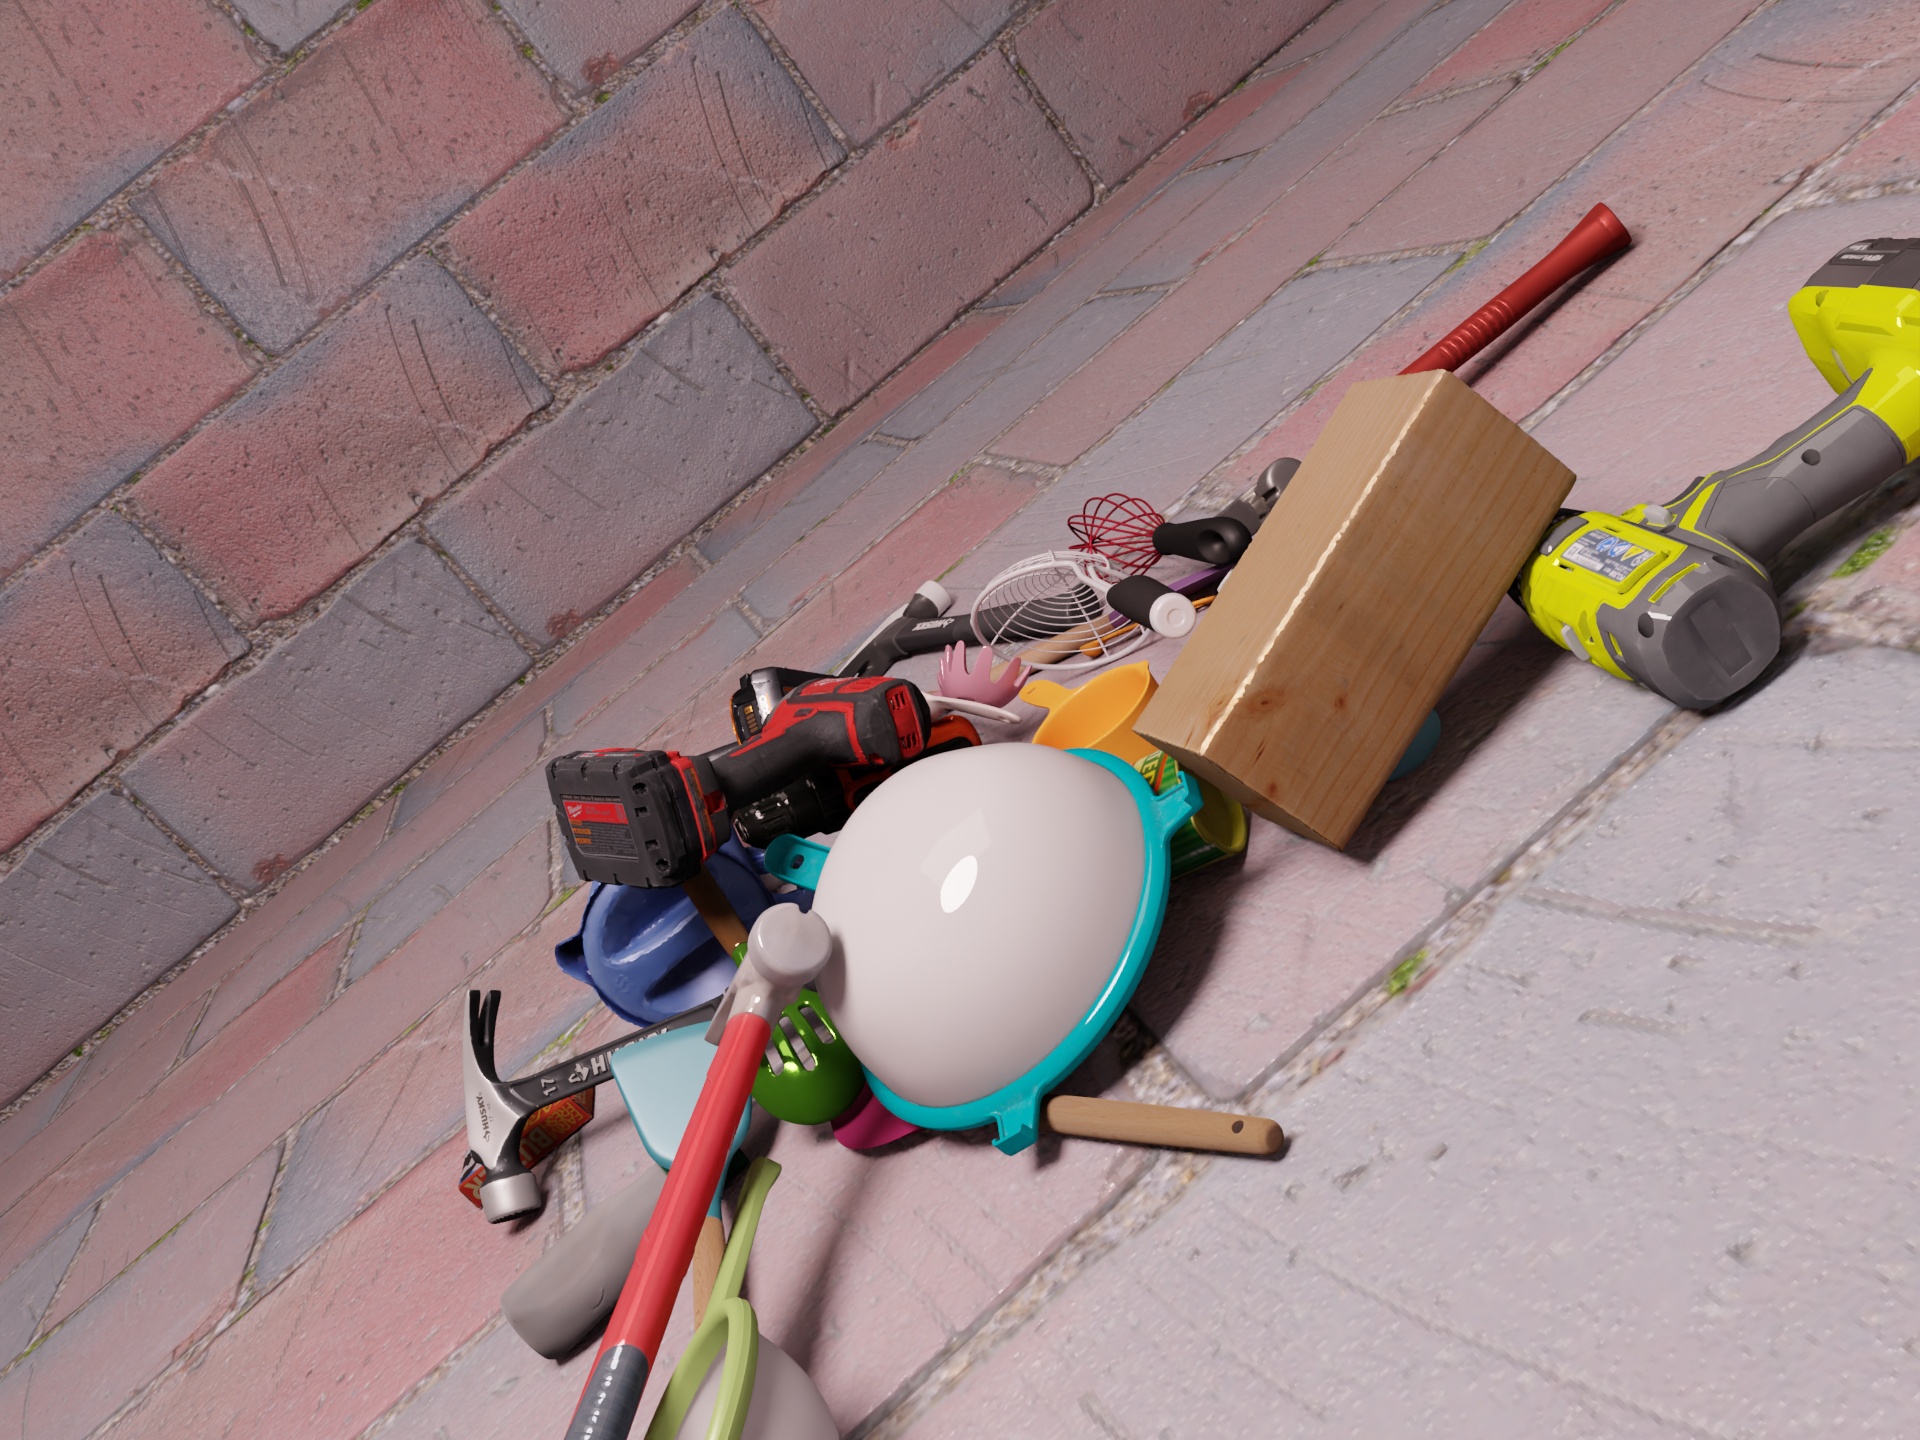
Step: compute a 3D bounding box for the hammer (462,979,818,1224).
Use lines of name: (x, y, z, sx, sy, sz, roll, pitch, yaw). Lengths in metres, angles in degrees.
hammer: (-0.151, 0.178, 0.983, 0.409, 0.149, 0.036, -26, -19, 20)

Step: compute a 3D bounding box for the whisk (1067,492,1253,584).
whisk: (0.143, -0.131, 1.149, 0.073, 0.073, 0.296, -42, 15, -6)

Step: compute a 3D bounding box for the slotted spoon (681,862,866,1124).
slotted spoon: (-0.142, 0.125, 0.954, 0.070, 0.031, 0.314, -31, 40, -12)

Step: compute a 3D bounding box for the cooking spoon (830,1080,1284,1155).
cooking spoon: (0.030, 0.184, 0.747, 0.319, 0.017, 0.069, -13, 39, 54)

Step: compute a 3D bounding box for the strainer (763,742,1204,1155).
strainer: (-0.042, 0.080, 0.835, 0.340, 0.095, 0.211, 9, 66, 55)

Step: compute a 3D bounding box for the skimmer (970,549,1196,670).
skimmer: (0.085, -0.051, 0.967, 0.363, 0.127, 0.090, -123, 39, -79)

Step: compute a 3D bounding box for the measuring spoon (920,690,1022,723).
measuring spoon: (-0.002, -0.003, 1.083, 0.124, 0.034, 0.018, 11, 71, 52)

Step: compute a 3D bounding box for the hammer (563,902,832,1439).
hammer: (-0.142, 0.267, 0.679, 0.143, 0.038, 0.387, 121, 170, -50)

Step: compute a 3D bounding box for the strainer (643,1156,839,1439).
strainer: (-0.082, 0.279, 0.645, 0.151, 0.069, 0.256, -61, 8, 26)

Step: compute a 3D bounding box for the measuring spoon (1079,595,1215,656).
measuring spoon: (0.133, -0.066, 1.133, 0.117, 0.011, 0.021, -21, -4, 38)

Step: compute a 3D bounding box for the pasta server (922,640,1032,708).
pasta server: (-0.020, -0.021, 1.216, 0.316, 0.060, 0.040, 172, 116, -74)

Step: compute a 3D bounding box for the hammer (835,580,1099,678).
hammer: (0.009, -0.076, 1.352, 0.146, 0.035, 0.335, -47, 20, -22)

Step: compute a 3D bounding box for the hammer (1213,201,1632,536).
hammer: (0.324, -0.242, 1.107, 0.359, 0.037, 0.149, -38, -1, -10)

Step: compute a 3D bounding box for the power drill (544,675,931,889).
power drill: (-0.138, 0.028, 1.001, 0.219, 0.078, 0.143, -24, 15, -40)

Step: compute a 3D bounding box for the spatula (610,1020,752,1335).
spatula: (-0.128, 0.261, 0.786, 0.082, 0.044, 0.318, -14, 26, -6)

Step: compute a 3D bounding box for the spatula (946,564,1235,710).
spatula: (0.094, -0.064, 1.182, 0.316, 0.018, 0.060, -25, 0, 39)

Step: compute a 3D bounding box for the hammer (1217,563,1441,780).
hammer: (0.221, -0.058, 0.916, 0.128, 0.033, 0.331, -33, 20, 17)

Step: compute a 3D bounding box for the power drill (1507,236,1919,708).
power drill: (0.357, -0.114, 0.726, 0.228, 0.080, 0.191, -40, 19, 6)

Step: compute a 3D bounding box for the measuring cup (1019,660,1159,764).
measuring cup: (0.081, 0.007, 1.005, 0.095, 0.052, 0.174, -42, 17, -6)

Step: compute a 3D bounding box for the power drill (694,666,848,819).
power drill: (-0.204, 0.035, 1.324, 0.226, 0.084, 0.164, -27, -19, 31)
